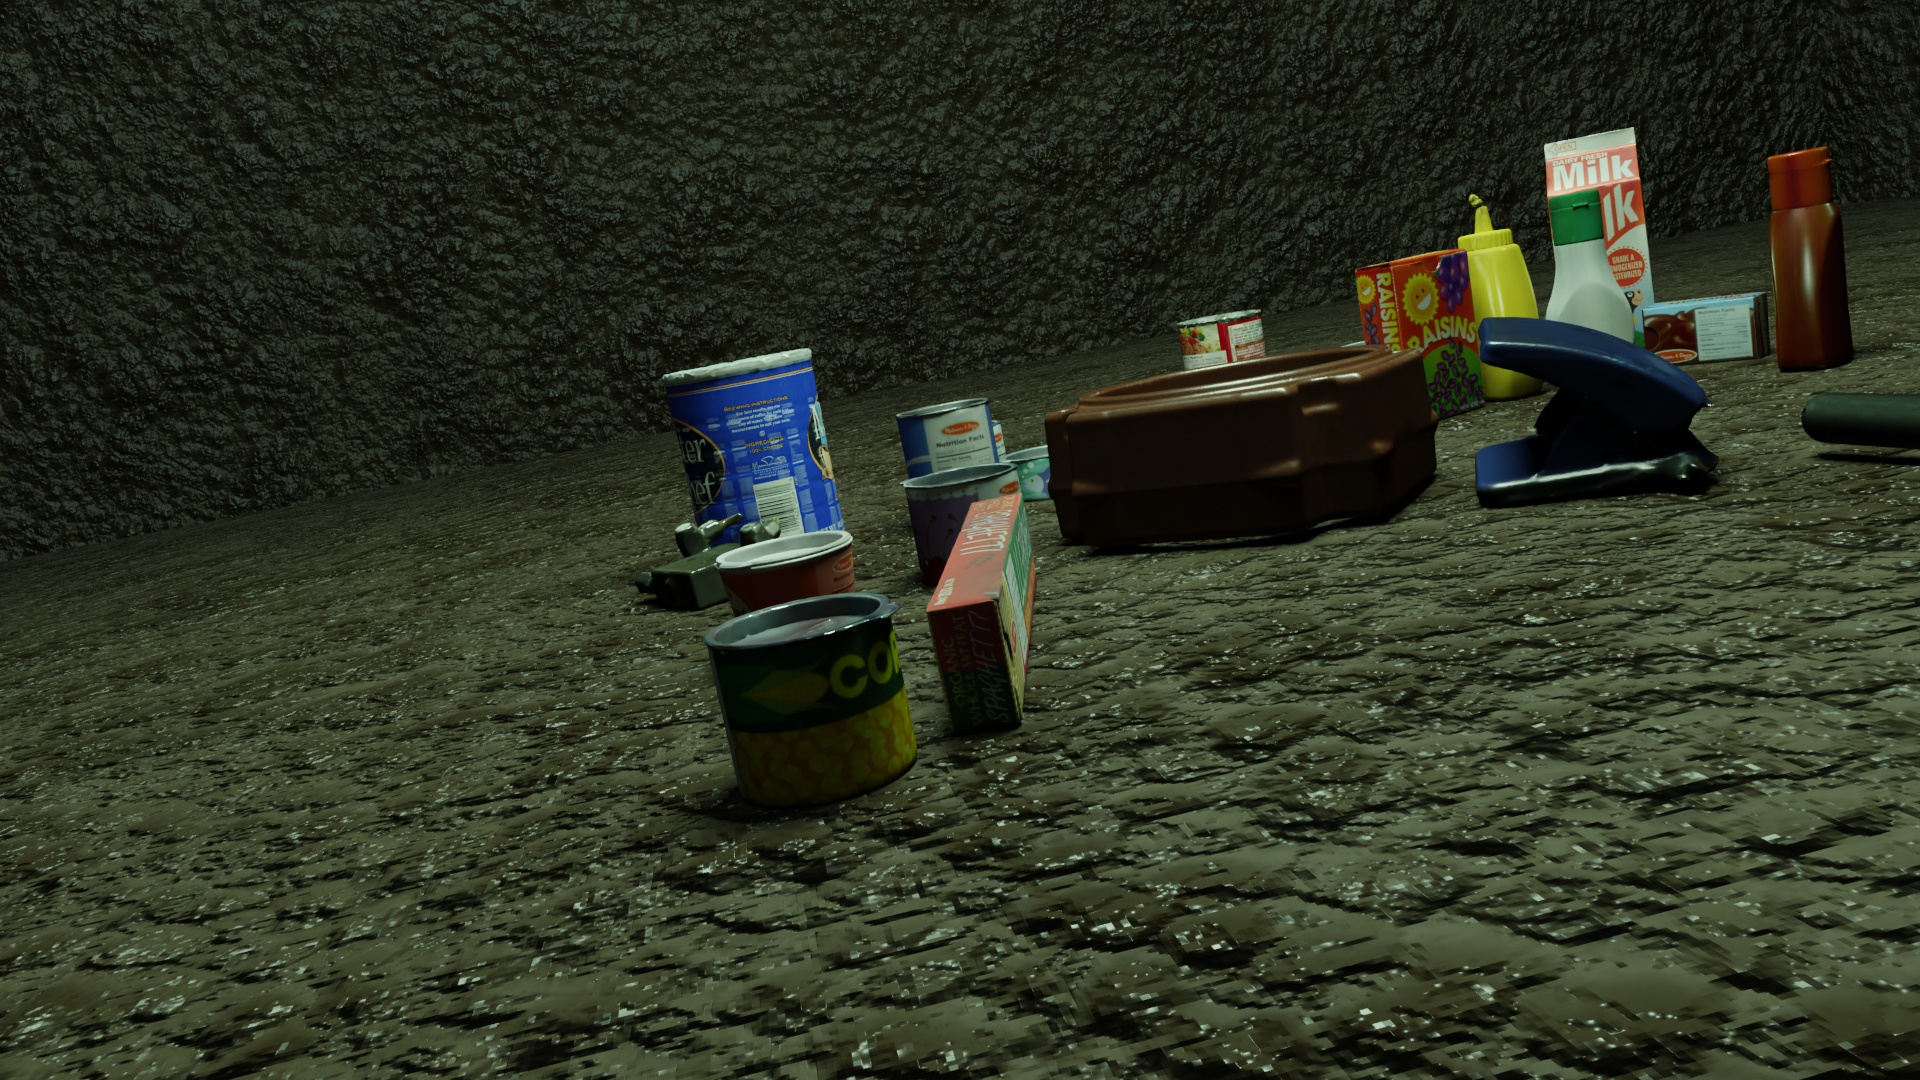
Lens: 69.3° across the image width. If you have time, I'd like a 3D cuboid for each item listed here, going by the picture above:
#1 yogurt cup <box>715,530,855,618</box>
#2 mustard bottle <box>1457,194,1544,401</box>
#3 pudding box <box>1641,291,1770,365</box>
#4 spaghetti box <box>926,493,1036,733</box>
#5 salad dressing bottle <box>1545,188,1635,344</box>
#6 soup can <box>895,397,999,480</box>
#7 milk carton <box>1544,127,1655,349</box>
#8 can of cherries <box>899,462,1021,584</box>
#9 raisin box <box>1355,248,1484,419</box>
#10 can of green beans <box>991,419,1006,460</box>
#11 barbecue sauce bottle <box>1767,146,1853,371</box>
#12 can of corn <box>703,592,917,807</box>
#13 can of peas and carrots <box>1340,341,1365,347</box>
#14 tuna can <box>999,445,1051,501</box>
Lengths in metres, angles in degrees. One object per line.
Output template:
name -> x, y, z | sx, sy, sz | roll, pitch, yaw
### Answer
yogurt cup -> -0.082, 0.028, 0.685 | 0.072, 0.054, 0.072 | -10, 10, 2
mustard bottle -> 0.416, -0.190, 1.083 | 0.049, 0.160, 0.065 | -14, 10, -20
pudding box -> 0.581, -0.164, 1.084 | 0.083, 0.049, 0.030 | 0, 14, 45
spaghetti box -> 0.015, 0.023, 0.626 | 0.029, 0.050, 0.251 | -10, 10, 6
salad dressing bottle -> 0.486, -0.197, 1.081 | 0.064, 0.147, 0.044 | -8, 10, 13
soup can -> -0.006, -0.054, 0.978 | 0.071, 0.083, 0.071 | -10, 10, 2
milk carton -> 0.541, -0.245, 1.173 | 0.072, 0.190, 0.074 | -6, 11, 27
can of cherries -> 0.003, -0.010, 0.798 | 0.071, 0.058, 0.071 | -10, 10, 2
raisin box -> 0.348, -0.153, 1.049 | 0.086, 0.123, 0.040 | -16, 11, -29
can of green beans -> 0.003, -0.058, 1.068 | 0.071, 0.057, 0.071 | -10, 10, 2
barbecue sauce bottle -> 0.588, -0.195, 0.964 | 0.065, 0.148, 0.043 | -19, 13, -42
can of corn -> -0.050, 0.055, 0.491 | 0.071, 0.058, 0.071 | -10, 10, 2
can of peas and carrots -> 0.349, -0.134, 1.132 | 0.071, 0.058, 0.071 | -10, 10, 2
tuna can -> 0.063, -0.051, 1.038 | 0.071, 0.032, 0.071 | -10, 10, 2
